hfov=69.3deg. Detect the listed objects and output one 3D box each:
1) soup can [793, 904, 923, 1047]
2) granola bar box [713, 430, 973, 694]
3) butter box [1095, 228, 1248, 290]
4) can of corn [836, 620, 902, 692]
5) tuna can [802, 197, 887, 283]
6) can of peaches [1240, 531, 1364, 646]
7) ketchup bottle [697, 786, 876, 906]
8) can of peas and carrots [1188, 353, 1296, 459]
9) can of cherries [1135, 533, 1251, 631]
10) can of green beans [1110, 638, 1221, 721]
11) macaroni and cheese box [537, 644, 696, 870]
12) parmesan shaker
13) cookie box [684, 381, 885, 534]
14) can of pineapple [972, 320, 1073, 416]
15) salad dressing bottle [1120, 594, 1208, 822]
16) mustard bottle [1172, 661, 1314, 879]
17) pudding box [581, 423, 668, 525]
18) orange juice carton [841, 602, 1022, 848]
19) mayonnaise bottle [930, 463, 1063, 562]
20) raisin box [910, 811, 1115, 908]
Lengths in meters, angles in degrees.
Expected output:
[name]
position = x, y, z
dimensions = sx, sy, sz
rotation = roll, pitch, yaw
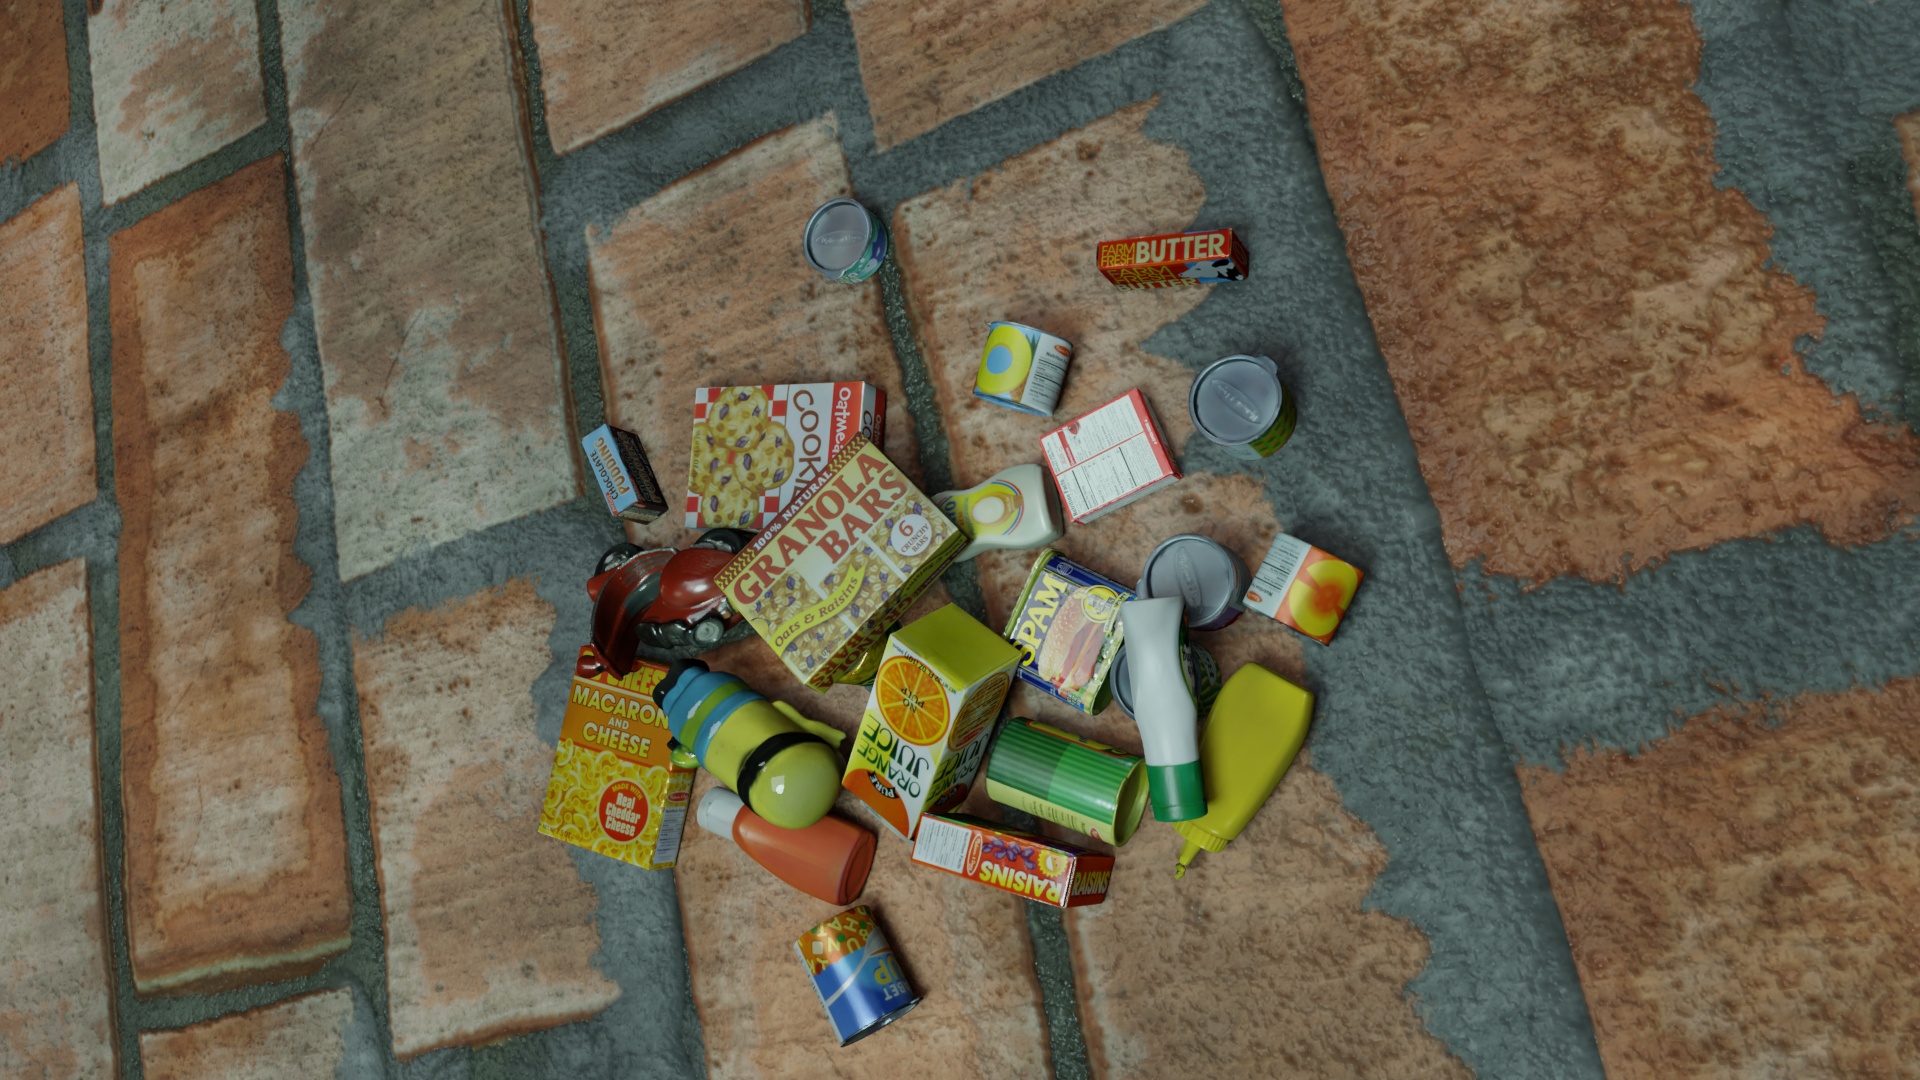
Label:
[soup can]
position = -0.078, 0.329, 1.056
dimensions = 0.071, 0.071, 0.084
rotation = -36, 69, 16
[granola bar box]
position = -0.092, 0.016, 1.065
dimensions = 0.165, 0.039, 0.124
rotation = -46, 63, 0
[butter box]
position = 0.158, -0.209, 1.037
dimensions = 0.103, 0.053, 0.024
rotation = 0, 80, 25
[can of corn]
position = -0.086, 0.084, 1.101
dimensions = 0.071, 0.058, 0.071
rotation = -4, 80, 25
[tuna can]
position = -0.097, -0.250, 1.172
dimensions = 0.071, 0.033, 0.071
rotation = -4, 80, 24
[can of peaches]
position = 0.238, 0.034, 0.958
dimensions = 0.071, 0.071, 0.058
rotation = 28, 94, 26
[ketchup bottle]
position = -0.143, 0.237, 1.112
dimensions = 0.149, 0.043, 0.065
rotation = 16, 83, 26
[can of peas and carrots]
position = 0.205, -0.097, 0.995
dimensions = 0.071, 0.059, 0.071
rotation = -4, 80, 24
[can of cherries]
position = 0.167, 0.031, 0.993
dimensions = 0.071, 0.058, 0.071
rotation = -3, 82, 24
[can of green beans]
position = 0.147, 0.100, 0.991
dimensions = 0.071, 0.058, 0.071
rotation = -4, 81, 24
[macaroni and cheese box]
position = -0.285, 0.183, 1.188
dimensions = 0.124, 0.040, 0.166
rotation = 10, 87, 25
[parmesan shaker]
position = 0.078, 0.172, 1.005
dimensions = 0.103, 0.071, 0.071
rotation = 16, 89, 26
[cookie box]
position = -0.147, -0.067, 1.164
dimensions = 0.167, 0.040, 0.123
rotation = 1, 82, 26
[can of pineapple]
position = 0.046, -0.132, 1.070
dimensions = 0.071, 0.071, 0.058
rotation = 16, 90, 26
[salad dressing bottle]
position = 0.138, 0.112, 0.929
dimensions = 0.044, 0.064, 0.147
rotation = -8, 87, 9
[mustard bottle]
position = 0.187, 0.164, 0.968
dimensions = 0.065, 0.049, 0.160
rotation = 31, 96, 26
[pudding box]
position = -0.296, -0.058, 1.225
dimensions = 0.030, 0.049, 0.084
rotation = -32, 70, 16
[orange juice carton]
position = -0.028, 0.149, 1.035
dimensions = 0.072, 0.073, 0.191
rotation = 35, 125, 24
[mayonnaise bottle]
position = 0.004, -0.014, 1.084
dimensions = 0.148, 0.041, 0.065
rotation = -15, 78, 22
[raisin box]
position = 0.038, 0.230, 1.006
dimensions = 0.123, 0.086, 0.040
rotation = 11, 83, 26
